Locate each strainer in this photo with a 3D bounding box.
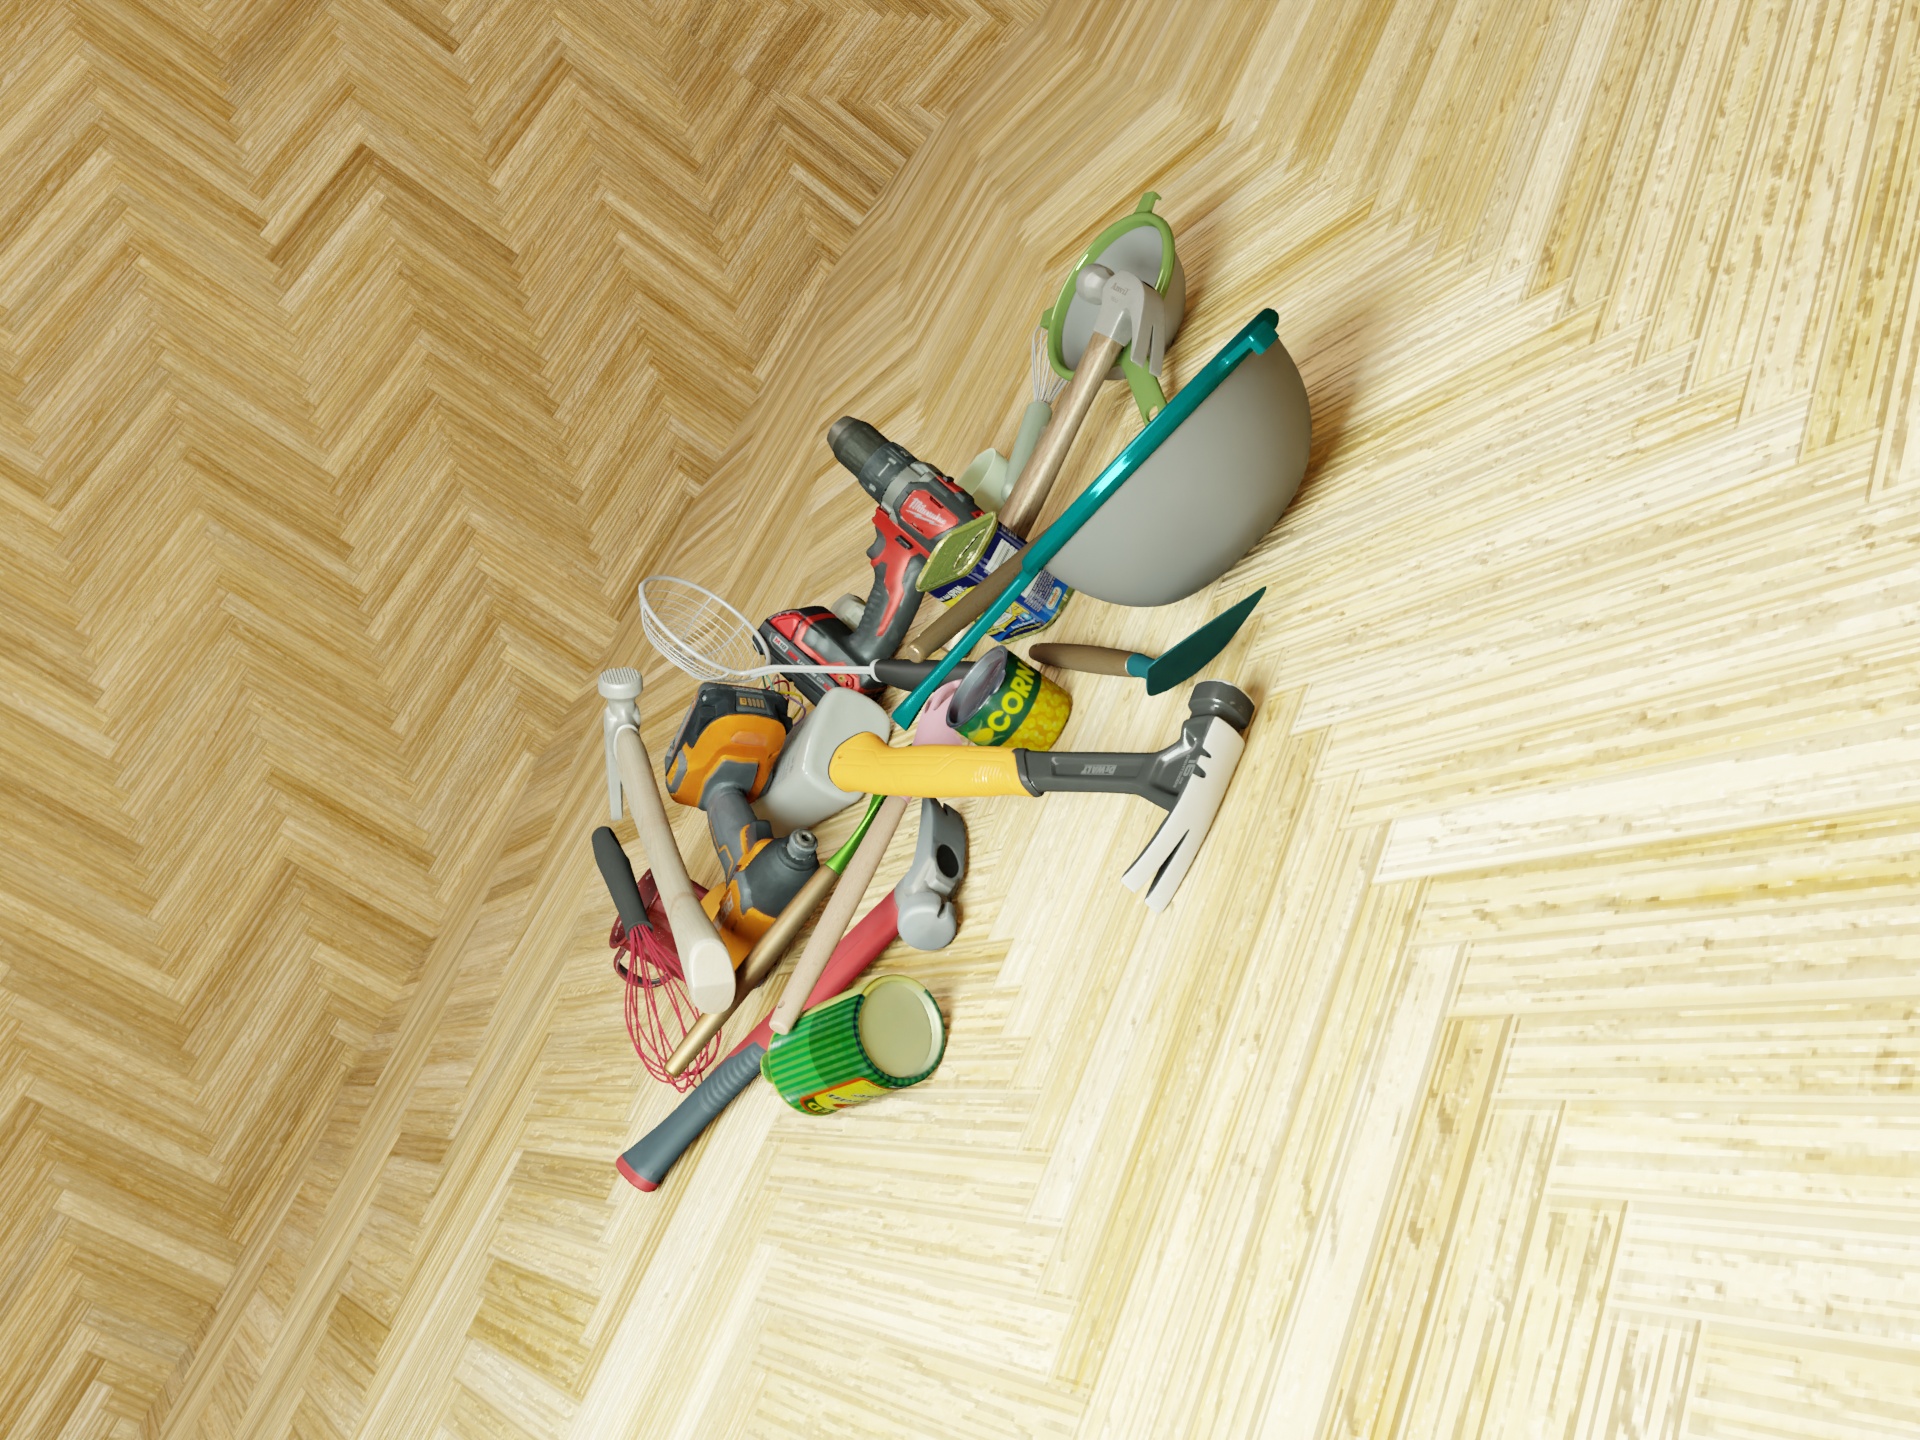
[{"bbox_3d":[0.152,-0.302,1.290,0.151,0.069,0.257,-45,39,32],"label":"strainer"},{"bbox_3d":[0.098,-0.093,0.969,0.340,0.095,0.211,-47,1,16],"label":"strainer"}]

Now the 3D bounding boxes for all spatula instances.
[{"bbox_3d":[0.098,-0.046,1.006,0.082,0.044,0.317,-34,13,-12],"label":"spatula"}]

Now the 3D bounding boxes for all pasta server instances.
[{"bbox_3d":[-0.047,0.079,1.053,0.060,0.040,0.316,-18,34,42],"label":"pasta server"}]

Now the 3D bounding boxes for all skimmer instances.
[{"bbox_3d":[-0.110,-0.071,1.273,0.363,0.127,0.090,4,88,35],"label":"skimmer"}]

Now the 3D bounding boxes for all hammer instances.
[{"bbox_3d":[-0.127,0.209,1.139,0.386,0.038,0.143,-46,20,26],"label":"hammer"},{"bbox_3d":[-0.236,0.107,1.256,0.411,0.038,0.146,-127,35,-57],"label":"hammer"},{"bbox_3d":[0.022,0.038,0.949,0.337,0.034,0.127,0,57,52],"label":"hammer"},{"bbox_3d":[0.066,-0.199,1.267,0.331,0.031,0.130,-63,34,12],"label":"hammer"}]

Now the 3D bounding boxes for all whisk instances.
[{"bbox_3d":[-0.173,0.007,1.462,0.047,0.051,0.245,-35,-9,-14],"label":"whisk"},{"bbox_3d":[-0.258,0.186,1.305,0.073,0.073,0.296,-50,44,17],"label":"whisk"},{"bbox_3d":[0.076,-0.292,1.470,0.057,0.059,0.246,86,-162,-56],"label":"whisk"}]

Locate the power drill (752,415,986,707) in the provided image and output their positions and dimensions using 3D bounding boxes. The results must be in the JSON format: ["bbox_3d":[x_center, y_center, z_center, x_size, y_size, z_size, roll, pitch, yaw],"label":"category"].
[{"bbox_3d":[-0.088,-0.136,1.402,0.226,0.188,0.080,-52,-12,19],"label":"power drill"}]

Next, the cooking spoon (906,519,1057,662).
[{"bbox_3d":[0.062,-0.124,1.100,0.319,0.017,0.068,-42,5,-39],"label":"cooking spoon"}]

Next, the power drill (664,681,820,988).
[{"bbox_3d":[-0.168,0.078,1.266,0.164,0.084,0.227,-56,39,39],"label":"power drill"}]

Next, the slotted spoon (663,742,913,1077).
[{"bbox_3d":[-0.110,0.128,1.151,0.314,0.031,0.070,-52,-8,-17],"label":"slotted spoon"}]

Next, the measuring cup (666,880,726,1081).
[{"bbox_3d":[-0.217,0.213,1.326,0.174,0.052,0.095,-61,19,-20],"label":"measuring cup"}]

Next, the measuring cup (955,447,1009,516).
[{"bbox_3d":[-0.004,-0.188,1.498,0.167,0.038,0.083,-41,24,41],"label":"measuring cup"}]
